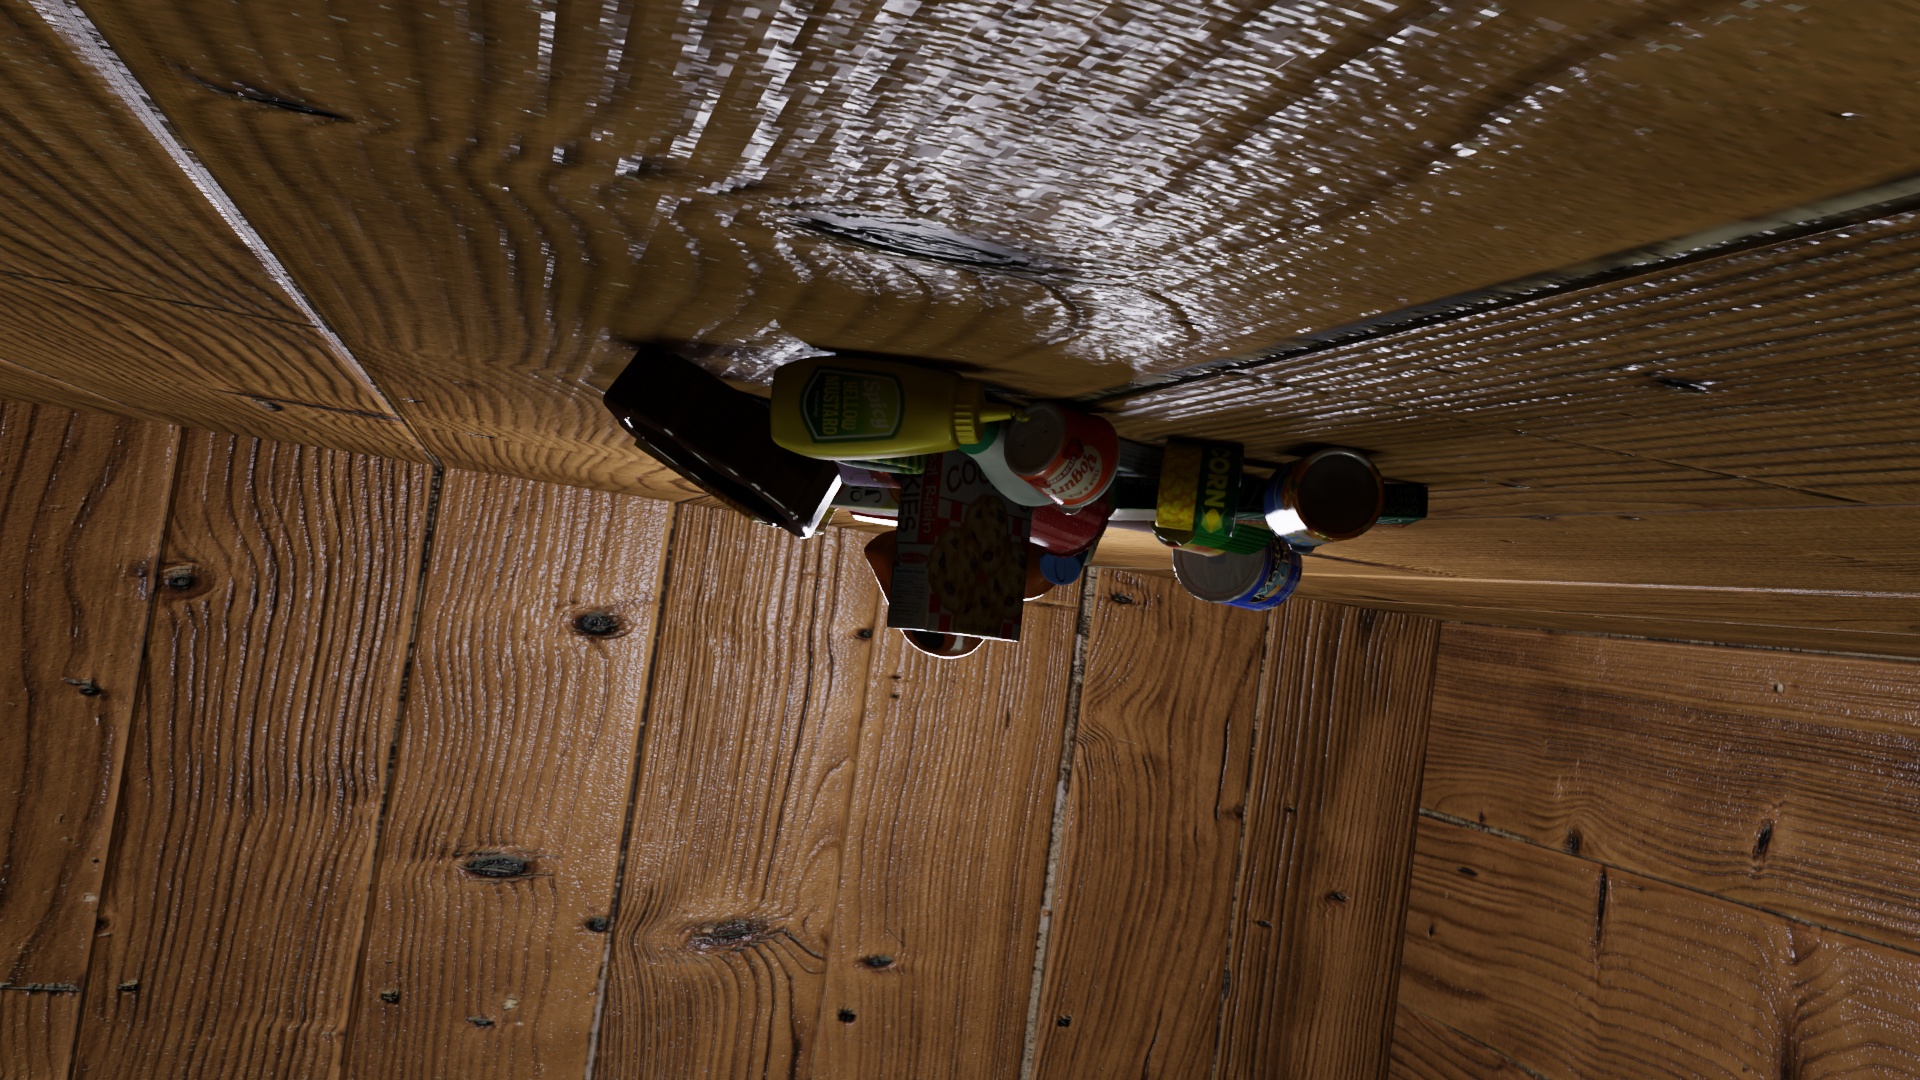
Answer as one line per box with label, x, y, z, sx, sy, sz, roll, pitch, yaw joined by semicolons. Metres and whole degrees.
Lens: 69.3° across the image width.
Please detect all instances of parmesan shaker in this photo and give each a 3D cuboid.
parmesan shaker;0.218;-0.023;1.192;0.103;0.071;0.071;11;176;-42

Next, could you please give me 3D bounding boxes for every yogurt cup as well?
yogurt cup;0.067;-0.061;0.945;0.072;0.072;0.054;5;168;45

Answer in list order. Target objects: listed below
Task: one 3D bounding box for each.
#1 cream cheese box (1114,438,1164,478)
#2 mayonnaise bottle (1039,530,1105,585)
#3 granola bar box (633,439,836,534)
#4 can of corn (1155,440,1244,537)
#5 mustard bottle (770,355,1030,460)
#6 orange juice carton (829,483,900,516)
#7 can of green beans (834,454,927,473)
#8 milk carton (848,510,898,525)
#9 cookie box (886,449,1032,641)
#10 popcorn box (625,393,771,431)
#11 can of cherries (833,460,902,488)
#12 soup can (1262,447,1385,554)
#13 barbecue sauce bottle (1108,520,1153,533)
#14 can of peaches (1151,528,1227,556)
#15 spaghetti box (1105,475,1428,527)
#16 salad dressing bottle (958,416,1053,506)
cream cheese box;0.128;-0.064;1.106;0.104;0.024;0.053;10;175;-43
mayonnaise bottle;0.104;-0.010;1.242;0.041;0.064;0.149;0;-153;17
granola bar box;-0.218;-0.063;1.356;0.166;0.039;0.124;31;-172;26
can of corn;0.178;-0.040;1.035;0.058;0.071;0.071;8;177;9
mustard bottle;-0.036;-0.082;0.860;0.160;0.065;0.049;1;-179;11
orange juice carton;-0.058;-0.059;1.237;0.192;0.072;0.073;5;176;40
can of green beans;-0.053;-0.079;0.957;0.071;0.058;0.071;8;177;1
milk carton;-0.048;-0.050;1.380;0.191;0.073;0.072;8;176;-2
cookie box;0.004;-0.013;1.034;0.040;0.167;0.123;2;173;36
popcorn box;-0.208;-0.100;1.161;0.126;0.038;0.085;5;177;42
can of cherries;-0.060;-0.074;1.033;0.058;0.071;0.071;5;176;39
soup can;0.259;-0.027;0.995;0.071;0.071;0.083;8;177;-1
barbecue sauce bottle;0.196;-0.029;1.424;0.149;0.043;0.065;8;177;-13
can of peaches;0.219;-0.023;1.282;0.058;0.071;0.071;11;176;-38
spaghetti box;0.243;-0.031;1.104;0.250;0.029;0.050;2;171;-3
salad dressing bottle;0.031;-0.067;0.987;0.044;0.064;0.147;-9;161;31
